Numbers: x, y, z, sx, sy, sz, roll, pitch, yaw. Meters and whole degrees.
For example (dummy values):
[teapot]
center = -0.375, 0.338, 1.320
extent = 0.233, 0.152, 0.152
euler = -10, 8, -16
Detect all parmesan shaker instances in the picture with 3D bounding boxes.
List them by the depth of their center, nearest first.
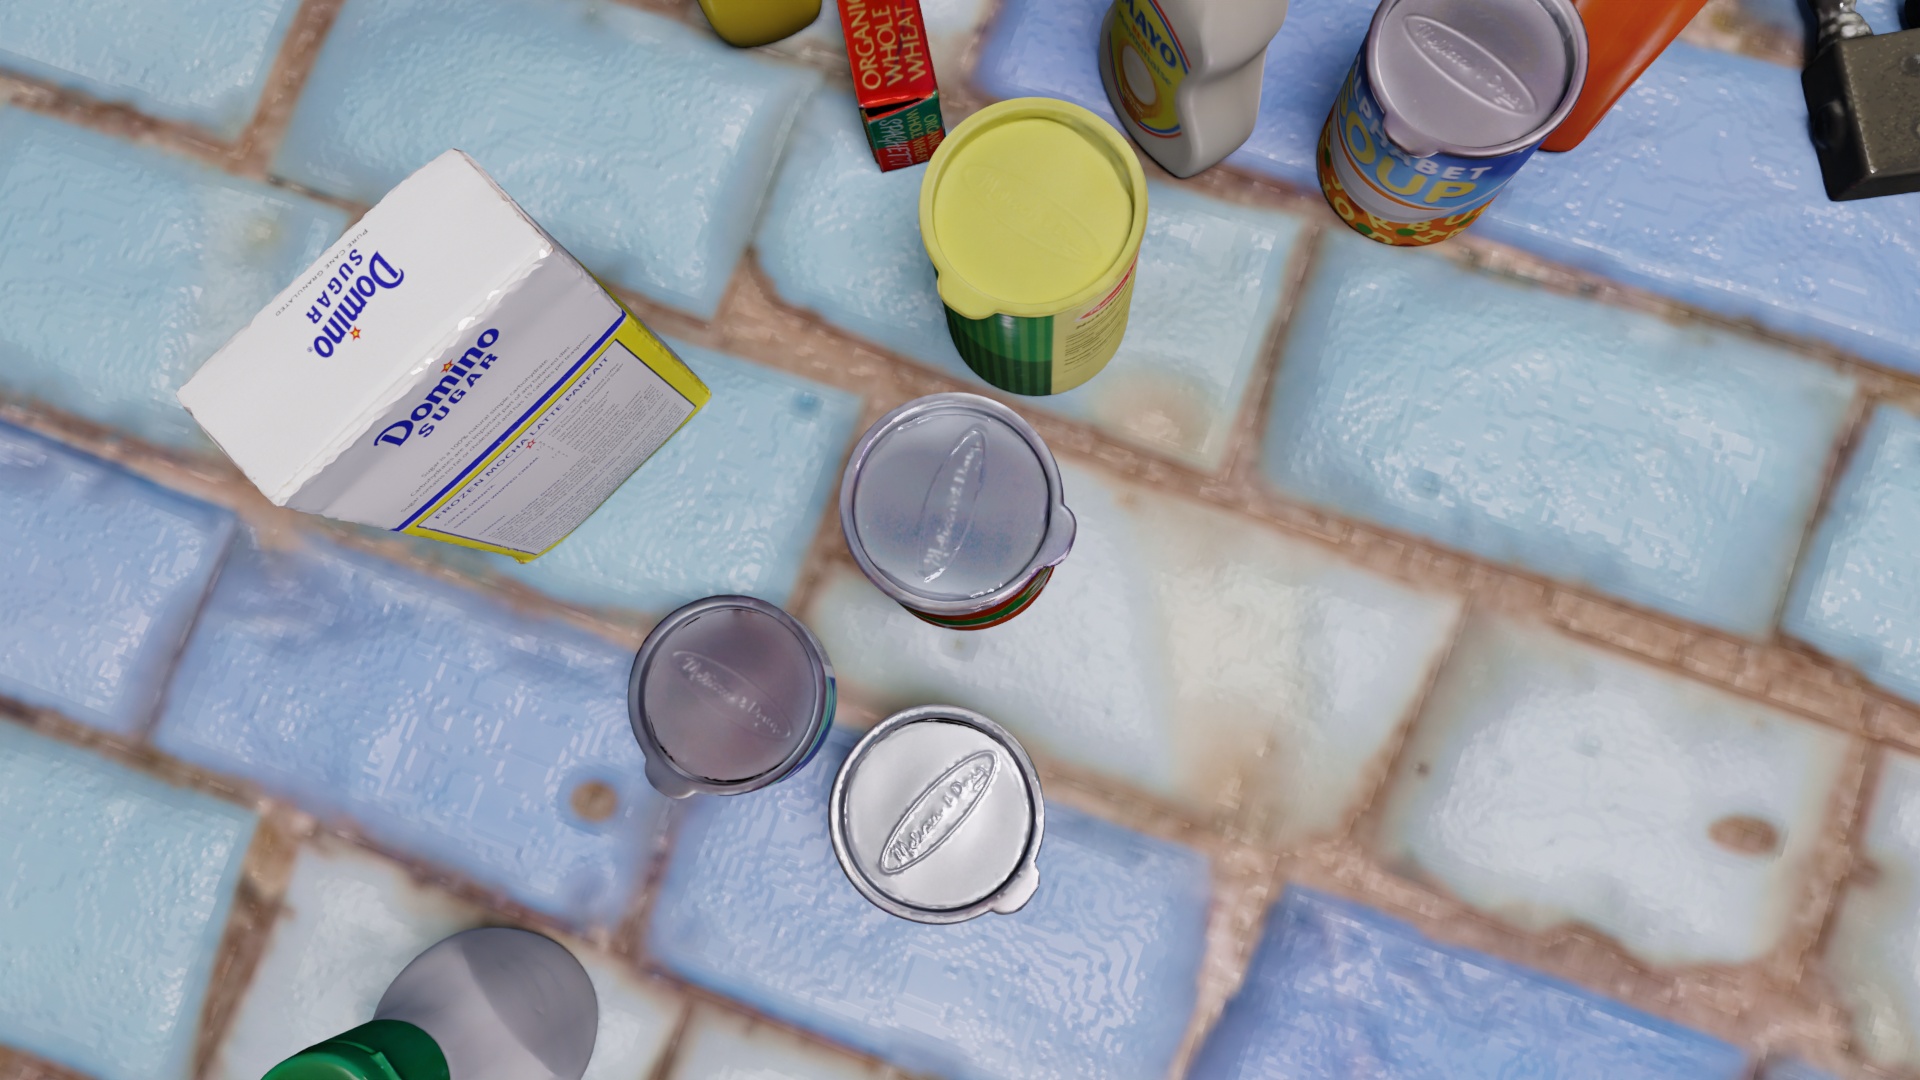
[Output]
[parmesan shaker]
center = 0.022, -0.088, 0.450
extent = 0.071, 0.103, 0.071
euler = 0, 82, 3

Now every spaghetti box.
[spaghetti box]
center = -0.043, -0.259, 0.506
extent = 0.029, 0.050, 0.250
euler = -12, 81, 2

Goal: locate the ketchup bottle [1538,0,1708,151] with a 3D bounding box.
[ketchup bottle]
center = 0.210, -0.178, 0.429
extent = 0.043, 0.148, 0.065
euler = 22, 84, 6

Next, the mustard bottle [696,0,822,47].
[mustard bottle]
center = -0.080, -0.221, 0.446
extent = 0.049, 0.160, 0.065
euler = -19, 81, 1

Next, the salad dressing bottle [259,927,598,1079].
[salad dressing bottle]
center = -0.150, 0.149, 0.401
extent = 0.044, 0.147, 0.064
euler = -40, 82, -2

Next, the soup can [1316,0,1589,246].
[soup can]
center = 0.156, -0.140, 0.460
extent = 0.071, 0.083, 0.071
euler = 0, 82, 3

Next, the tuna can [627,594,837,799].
[tuna can]
center = -0.077, 0.054, 0.469
extent = 0.071, 0.033, 0.071
euler = 0, 82, 3

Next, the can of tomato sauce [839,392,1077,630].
[can of tomato sauce]
center = 0.002, -0.006, 0.449
extent = 0.071, 0.083, 0.071
euler = 0, 82, 3

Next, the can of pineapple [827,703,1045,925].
[can of pineapple]
center = -0.005, 0.088, 0.448
extent = 0.071, 0.058, 0.071
euler = 0, 82, 3

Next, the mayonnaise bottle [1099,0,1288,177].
[mayonnaise bottle]
center = 0.073, -0.170, 0.436
extent = 0.041, 0.148, 0.065
euler = -33, 82, -1
